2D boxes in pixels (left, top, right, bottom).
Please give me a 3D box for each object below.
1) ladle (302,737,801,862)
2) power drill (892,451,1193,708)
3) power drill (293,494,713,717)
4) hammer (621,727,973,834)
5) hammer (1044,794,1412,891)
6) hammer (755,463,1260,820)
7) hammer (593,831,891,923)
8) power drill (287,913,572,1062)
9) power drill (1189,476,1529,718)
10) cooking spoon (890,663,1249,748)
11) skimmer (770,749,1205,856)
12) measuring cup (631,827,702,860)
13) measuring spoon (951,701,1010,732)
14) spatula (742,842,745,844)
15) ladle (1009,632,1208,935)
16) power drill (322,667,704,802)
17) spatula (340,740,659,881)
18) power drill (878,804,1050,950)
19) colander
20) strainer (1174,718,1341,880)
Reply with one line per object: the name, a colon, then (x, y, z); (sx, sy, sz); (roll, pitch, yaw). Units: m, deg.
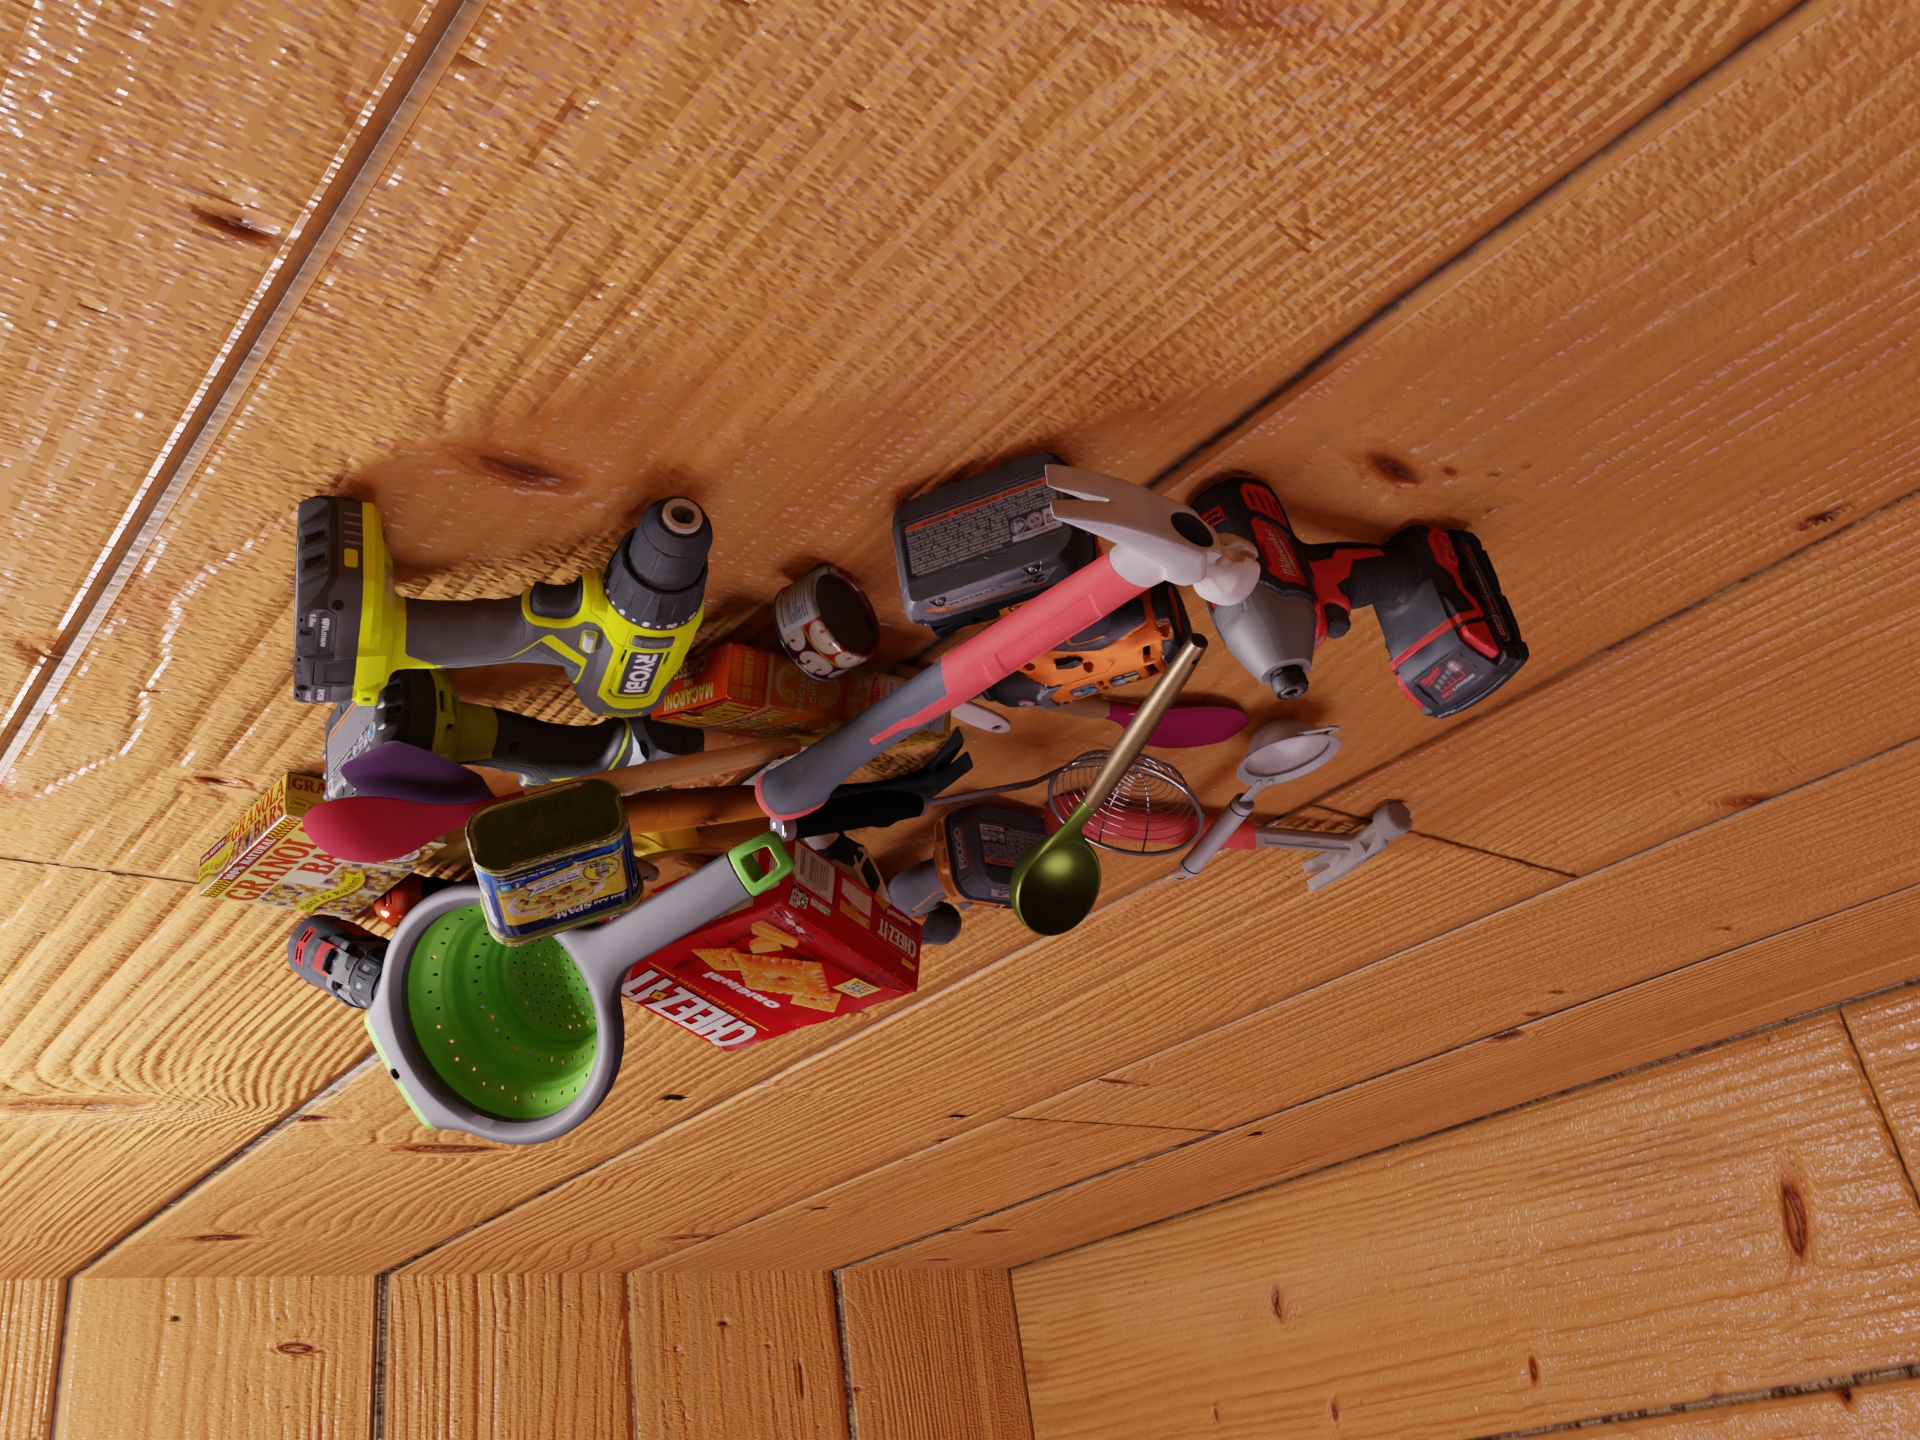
ladle: (-0.254, 0.046, 1.024); (0.315, 0.031, 0.069); (-12, 150, -20)
power drill: (0.042, -0.070, 1.008); (0.164, 0.084, 0.226); (-17, 155, 19)
power drill: (-0.261, -0.070, 0.921); (0.228, 0.080, 0.190); (1, 152, -24)
hammer: (-0.147, 0.057, 1.157); (0.336, 0.034, 0.127); (-5, 157, -42)
hammer: (0.232, 0.106, 1.448); (0.359, 0.037, 0.149); (6, 149, -28)
hammer: (-0.016, -0.027, 0.933); (0.143, 0.038, 0.386); (16, 147, -37)
hammer: (-0.209, 0.170, 1.382); (0.335, 0.035, 0.146); (-16, 119, 29)
power drill: (-0.445, 0.235, 1.378); (0.188, 0.080, 0.226); (13, 169, 39)
power drill: (0.247, -0.069, 1.002); (0.219, 0.143, 0.078); (7, 146, -32)
cooking spoon: (0.088, -0.013, 1.197); (0.318, 0.017, 0.068); (9, 147, -31)
skimmer: (0.027, 0.082, 1.214); (0.363, 0.090, 0.127); (-7, 159, -35)
measuring cup: (-0.243, 0.086, 1.234); (0.062, 0.029, 0.156); (-12, 169, 2)
measuring spoon: (-0.002, -0.004, 1.186); (0.034, 0.018, 0.124); (-28, 148, 32)
spatula: (-0.148, 0.178, 1.492); (0.082, 0.044, 0.317); (-13, 148, 8)
ladle: (0.109, 0.052, 1.119); (0.078, 0.062, 0.320); (-13, 150, -29)
power drill: (-0.313, 0.031, 1.102); (0.223, 0.080, 0.171); (10, 147, -38)
spatula: (-0.299, 0.070, 1.084); (0.060, 0.018, 0.315); (-26, 153, 14)
power drill: (-0.013, 0.153, 1.420); (0.226, 0.084, 0.185); (-27, 152, 37)
colander: (-0.267, 0.174, 1.191); (0.397, 0.204, 0.094); (-30, 180, 22)
strainer: (0.237, 0.064, 1.328); (0.086, 0.050, 0.258); (0, 143, -26)
